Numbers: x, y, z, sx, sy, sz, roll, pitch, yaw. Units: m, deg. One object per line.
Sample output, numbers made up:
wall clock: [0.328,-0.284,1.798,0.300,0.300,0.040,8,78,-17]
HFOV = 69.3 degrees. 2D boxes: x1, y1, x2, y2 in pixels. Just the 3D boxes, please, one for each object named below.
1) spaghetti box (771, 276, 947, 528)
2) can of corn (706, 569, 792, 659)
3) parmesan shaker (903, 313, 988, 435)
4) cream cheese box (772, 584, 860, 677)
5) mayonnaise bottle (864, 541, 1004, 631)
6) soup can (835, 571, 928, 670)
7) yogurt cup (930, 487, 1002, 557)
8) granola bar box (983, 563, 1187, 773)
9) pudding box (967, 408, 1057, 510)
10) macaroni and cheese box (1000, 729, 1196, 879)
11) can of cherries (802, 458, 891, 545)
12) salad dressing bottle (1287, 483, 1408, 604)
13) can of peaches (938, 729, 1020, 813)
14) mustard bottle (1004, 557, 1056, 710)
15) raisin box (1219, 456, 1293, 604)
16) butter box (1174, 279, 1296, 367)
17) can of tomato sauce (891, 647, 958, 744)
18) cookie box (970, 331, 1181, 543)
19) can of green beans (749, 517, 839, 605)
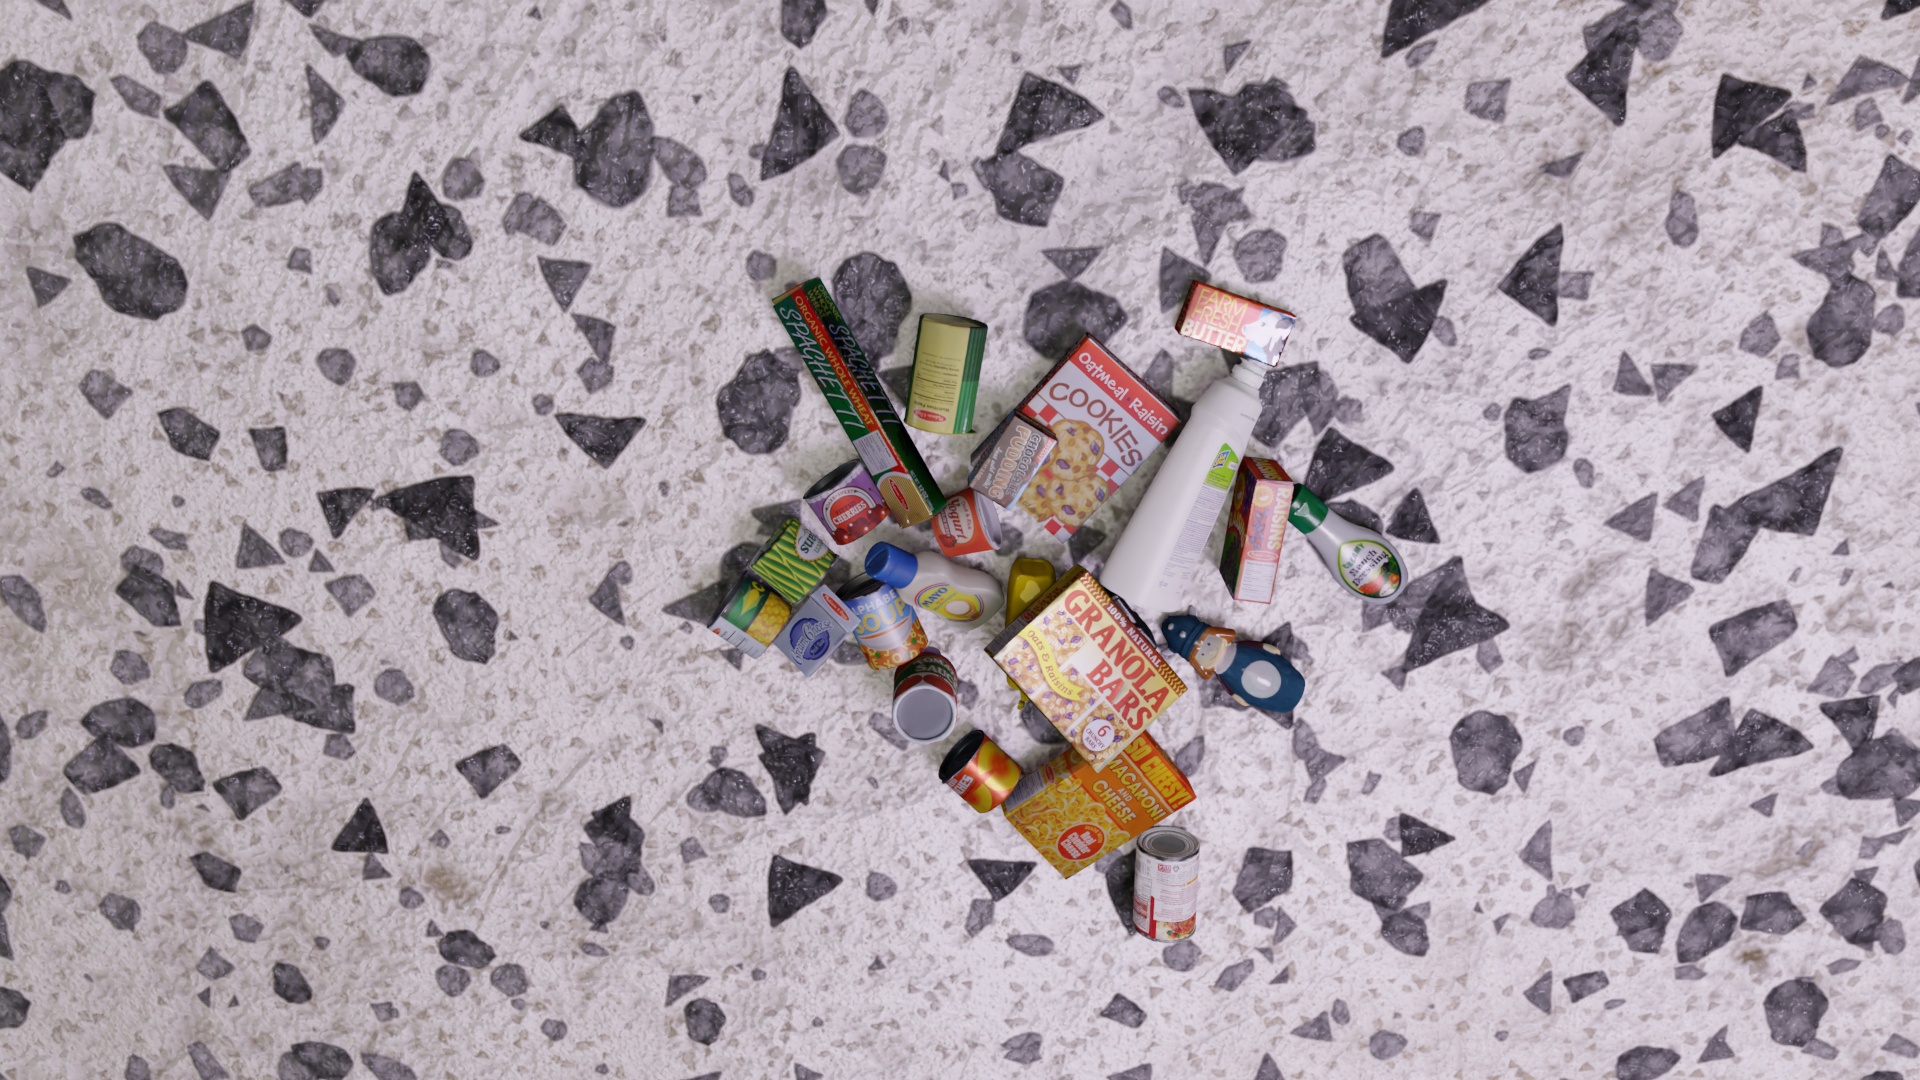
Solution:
spaghetti box: [-0.094,-0.128,1.307,0.050,0.029,0.249,-20,104,46]
can of corn: [-0.208,0.074,1.379,0.058,0.071,0.071,36,104,-12]
parmesan shaker: [-0.011,-0.156,1.305,0.071,0.071,0.102,9,107,-3]
cream cheese box: [-0.143,0.091,1.372,0.053,0.024,0.103,46,137,2]
mayonnaise bottle: [-0.027,0.042,1.347,0.148,0.041,0.064,25,126,-39]
soup can: [-0.077,0.078,1.377,0.071,0.071,0.083,-22,107,7]
yogurt cup: [0.005,-0.017,1.353,0.054,0.073,0.072,-18,108,14]
granola bar box: [0.122,0.124,1.344,0.124,0.039,0.165,-42,108,-4]
pudding box: [0.049,-0.076,1.309,0.049,0.030,0.083,31,106,-10]
macaroni and cheese box: [0.142,0.265,1.441,0.166,0.040,0.123,-34,122,9]
can of cherries: [-0.109,-0.036,1.340,0.071,0.072,0.058,-31,106,9]
salad dressing bottle: [0.376,0.002,1.372,0.147,0.044,0.064,39,102,-12]
can of peaches: [0.019,0.240,1.431,0.071,0.071,0.058,-43,104,12]
mustard bottle: [0.068,0.098,1.392,0.049,0.065,0.159,2,113,0]
raisin box: [0.286,-0.011,1.345,0.040,0.086,0.123,7,108,-1]
butter box: [0.260,-0.206,1.314,0.103,0.024,0.053,18,107,-6]
can of tomato sauce: [-0.034,0.156,1.396,0.071,0.083,0.071,0,109,0]
cookie box: [0.111,-0.099,1.339,0.123,0.040,0.167,40,104,-12]
can of green beans: [-0.164,0.020,1.360,0.058,0.071,0.071,43,103,-12]
